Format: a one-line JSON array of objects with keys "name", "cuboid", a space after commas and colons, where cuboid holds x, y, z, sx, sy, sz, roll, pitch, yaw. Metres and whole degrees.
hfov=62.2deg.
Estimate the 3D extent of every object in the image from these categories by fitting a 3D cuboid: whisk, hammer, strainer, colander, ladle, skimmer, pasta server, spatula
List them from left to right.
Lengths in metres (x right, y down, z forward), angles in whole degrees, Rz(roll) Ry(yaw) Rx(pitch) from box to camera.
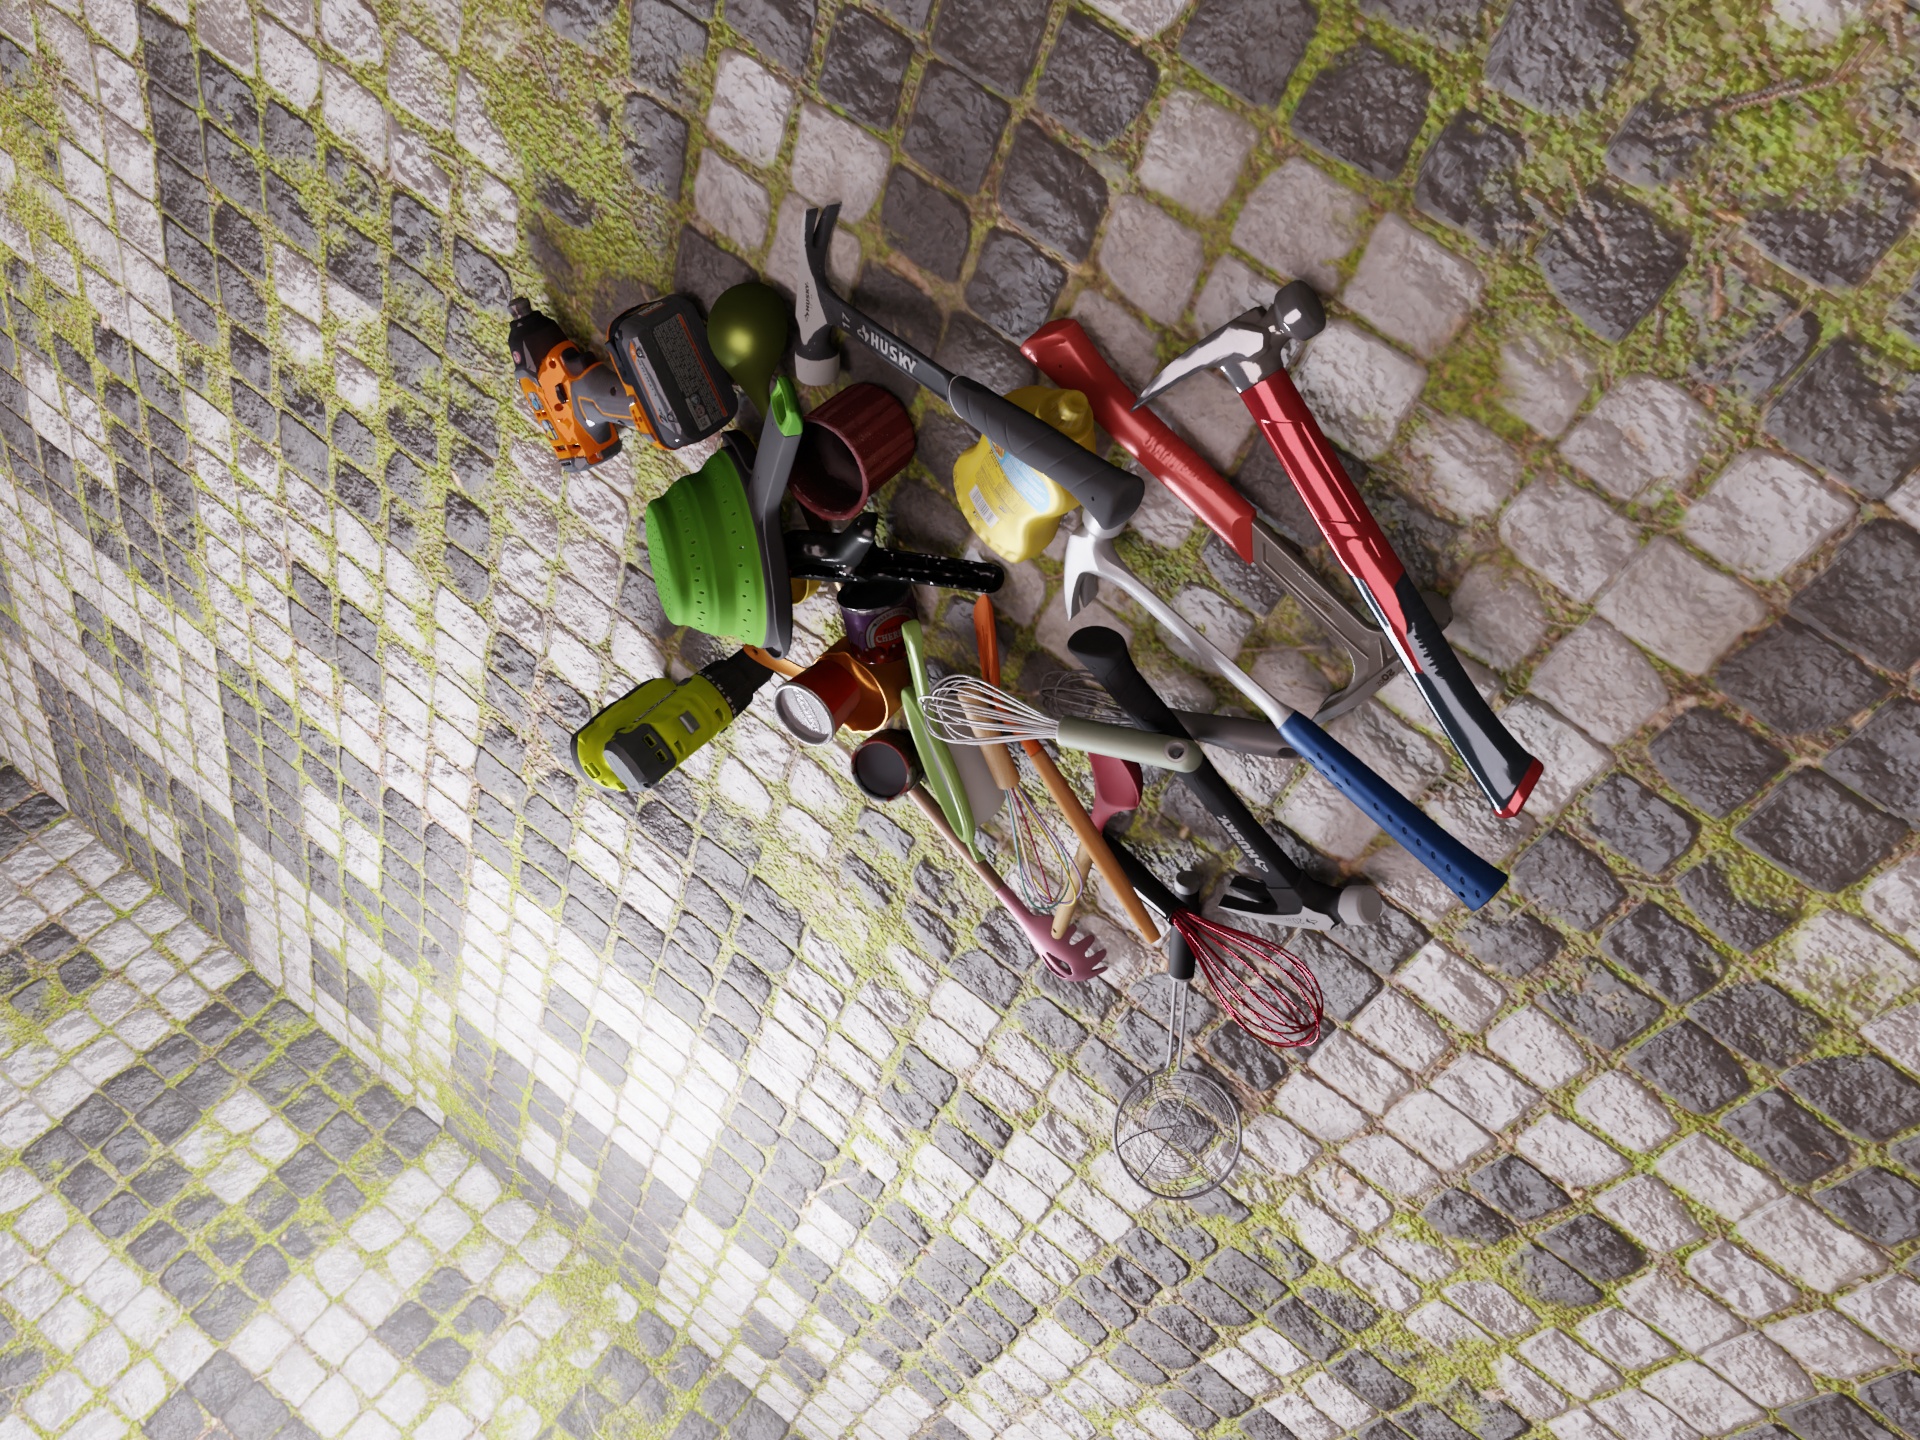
[{"name": "colander", "cuboid": [-0.199, -0.169, 1.307, 0.397, 0.094, 0.205, 127, 128, -68]}, {"name": "ladle", "cuboid": [-0.137, -0.225, 1.373, 0.078, 0.062, 0.319, 11, 137, 37]}, {"name": "hammer", "cuboid": [-0.008, -0.243, 1.133, 0.409, 0.036, 0.149, 42, 142, 40]}, {"name": "strainer", "cuboid": [-0.002, -0.004, 1.390, 0.256, 0.069, 0.152, 79, 167, -49]}, {"name": "pasta server", "cuboid": [0.025, 0.139, 1.558, 0.316, 0.040, 0.060, 49, 141, 1]}, {"name": "whisk", "cuboid": [0.046, 0.071, 1.377, 0.244, 0.051, 0.047, 66, 174, -29]}, {"name": "whisk", "cuboid": [0.074, 0.007, 1.247, 0.246, 0.058, 0.059, 12, 167, 28]}, {"name": "spatula", "cuboid": [0.085, 0.043, 1.335, 0.322, 0.041, 0.081, 58, 170, 2]}, {"name": "ladle", "cuboid": [0.114, 0.112, 1.408, 0.069, 0.031, 0.315, 51, 151, 26]}, {"name": "whisk", "cuboid": [0.170, -0.003, 1.296, 0.239, 0.055, 0.055, 12, 131, 27]}, {"name": "skimmer", "cuboid": [0.209, 0.302, 1.491, 0.127, 0.090, 0.363, -2, 127, 1]}, {"name": "whisk", "cuboid": [0.201, 0.177, 1.364, 0.296, 0.073, 0.073, 40, 146, 40]}, {"name": "hammer", "cuboid": [0.192, 0.050, 1.269, 0.334, 0.035, 0.146, 48, 150, -23]}, {"name": "hammer", "cuboid": [0.181, -0.153, 1.158, 0.359, 0.037, 0.149, 43, 141, 1]}, {"name": "hammer", "cuboid": [0.234, -0.006, 1.190, 0.405, 0.035, 0.144, 42, 156, 10]}, {"name": "hammer", "cuboid": [0.268, -0.095, 1.081, 0.143, 0.038, 0.386, -28, 99, 36]}]

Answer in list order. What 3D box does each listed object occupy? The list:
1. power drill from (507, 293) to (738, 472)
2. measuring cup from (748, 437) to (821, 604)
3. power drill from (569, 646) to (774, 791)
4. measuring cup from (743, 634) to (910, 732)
[{"name": "power drill", "cuboid": [-0.315, -0.310, 1.412, 0.226, 0.084, 0.164, 2, 124, 44]}, {"name": "measuring cup", "cuboid": [-0.164, -0.183, 1.444, 0.062, 0.029, 0.156, 1, 112, 40]}, {"name": "power drill", "cuboid": [-0.292, -0.002, 1.603, 0.080, 0.190, 0.228, 55, 154, -13]}, {"name": "measuring cup", "cuboid": [-0.124, -0.053, 1.496, 0.174, 0.052, 0.095, 22, 136, 27]}]
